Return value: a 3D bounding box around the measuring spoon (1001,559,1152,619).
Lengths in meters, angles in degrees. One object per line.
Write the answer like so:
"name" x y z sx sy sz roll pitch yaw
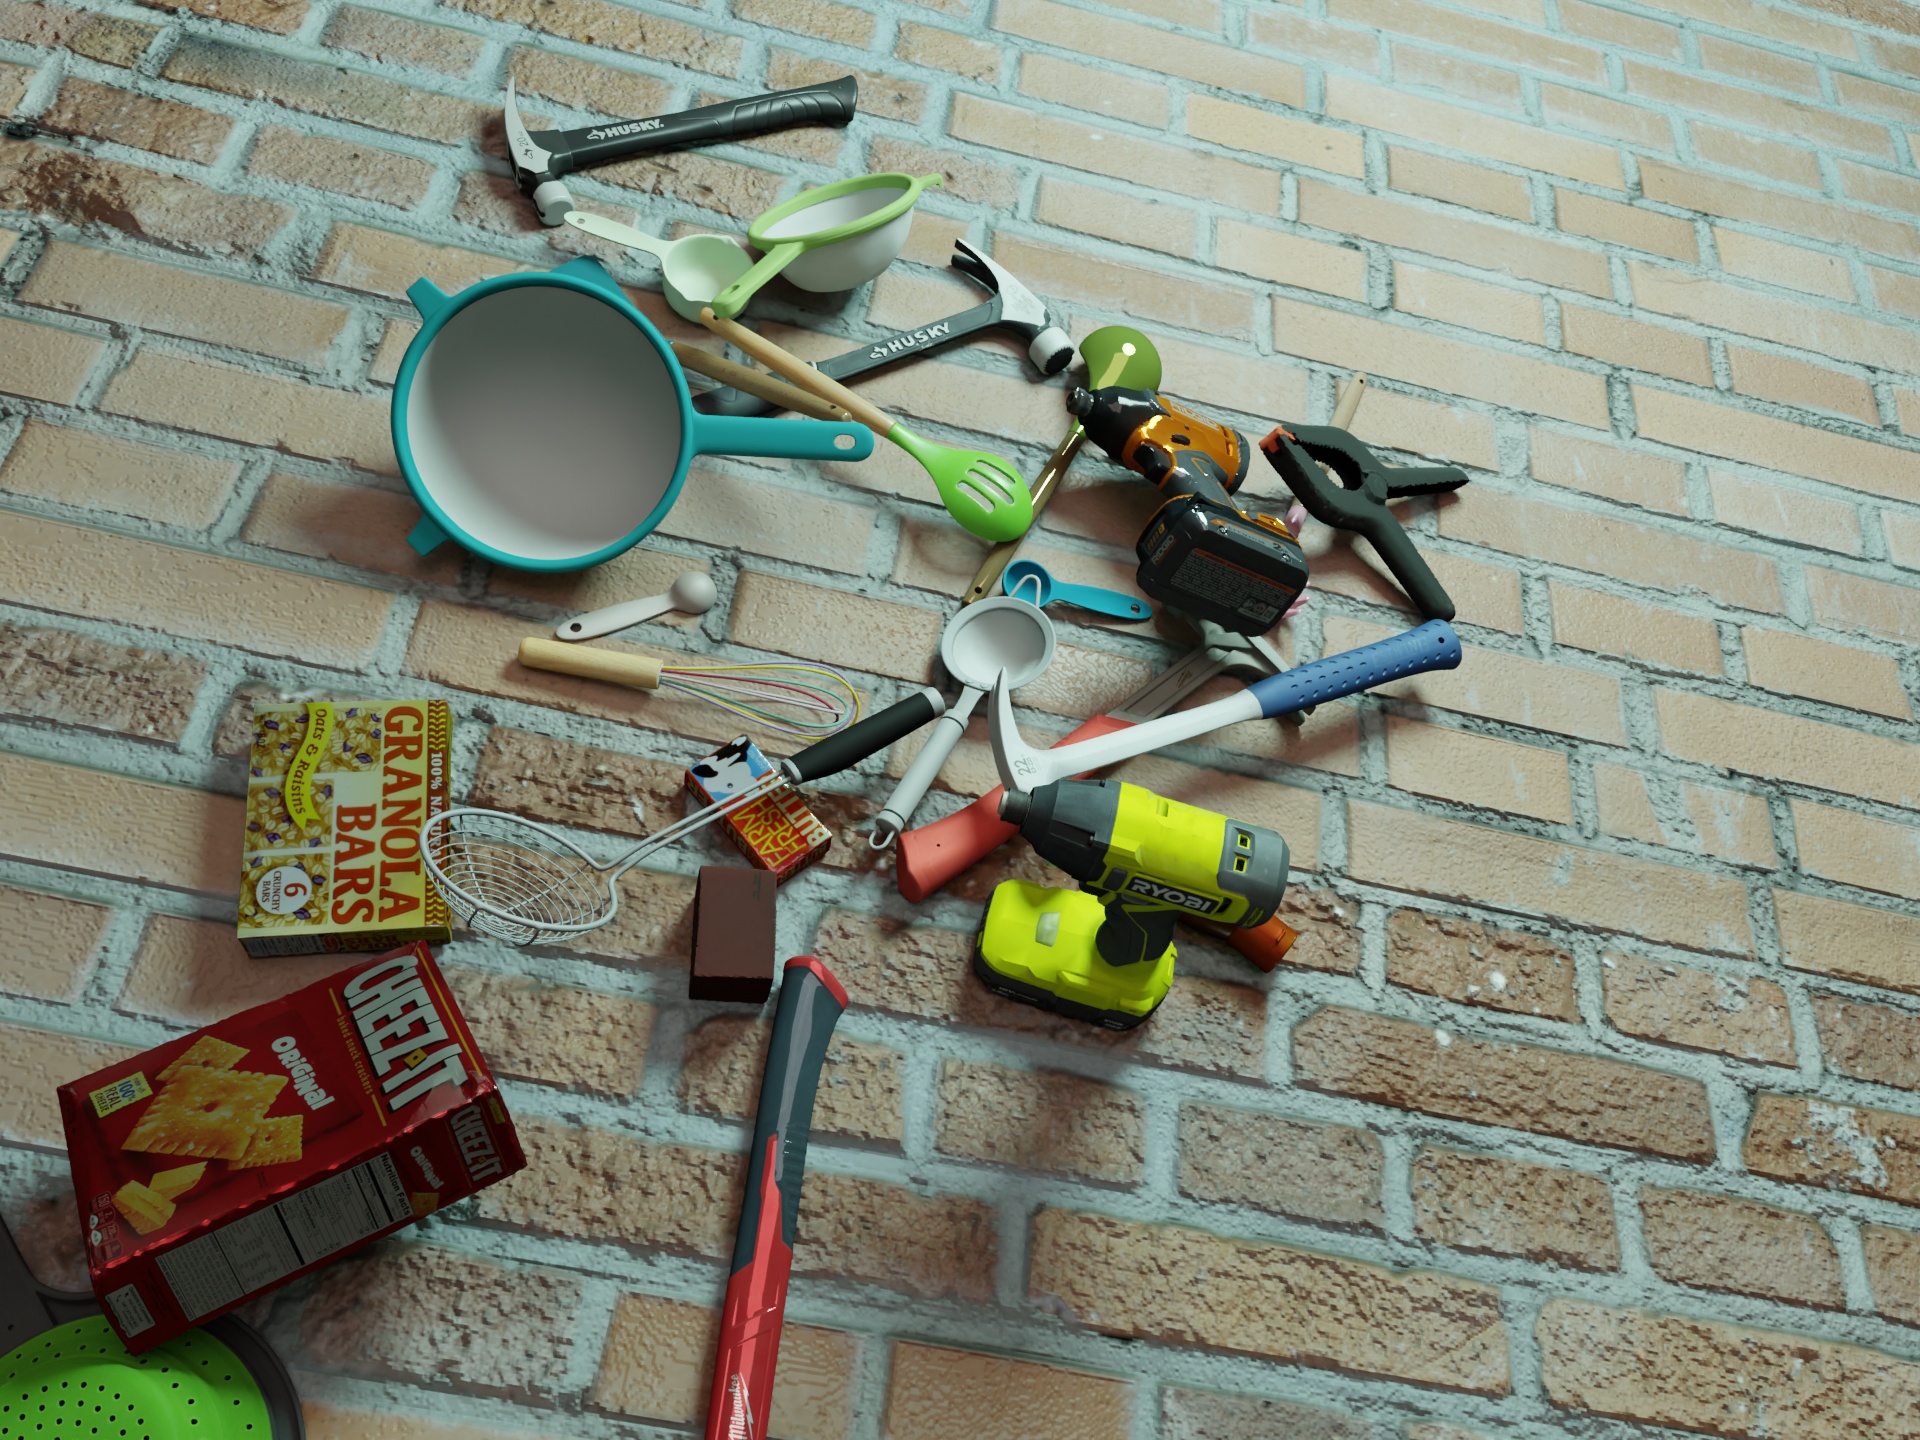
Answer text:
"measuring spoon" 0.090 -0.095 1.257 0.128 0.021 0.042 11 67 -17

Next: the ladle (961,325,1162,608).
"ladle" 0.078 -0.208 1.308 0.078 0.062 0.320 33 65 -3

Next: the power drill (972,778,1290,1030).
"power drill" 0.089 0.113 1.011 0.171 0.223 0.080 17 58 -3

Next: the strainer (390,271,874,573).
"strainer" -0.235 -0.214 1.173 0.340 0.095 0.211 2 99 -6

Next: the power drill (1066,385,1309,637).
"power drill" 0.167 -0.177 1.231 0.164 0.084 0.227 19 36 -25

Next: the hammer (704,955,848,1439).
"hammer" -0.134 0.323 0.949 0.143 0.038 0.387 9 59 -6

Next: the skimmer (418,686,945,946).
"skimmer" -0.167 0.040 1.043 0.363 0.090 0.127 -27 46 -22

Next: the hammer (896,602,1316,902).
"hammer" 0.100 0.029 1.172 0.359 0.036 0.149 -35 75 -27

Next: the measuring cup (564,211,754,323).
"measuring cup" -0.253 -0.381 1.328 0.167 0.038 0.083 21 58 2

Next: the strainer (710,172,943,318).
"strainer" -0.122 -0.371 1.306 0.151 0.069 0.256 4 40 30

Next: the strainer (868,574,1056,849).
"strainer" -0.002 -0.004 1.157 0.087 0.050 0.258 20 56 19

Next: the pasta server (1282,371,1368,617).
"pasta server" 0.300 -0.198 1.349 0.060 0.040 0.316 38 56 -12

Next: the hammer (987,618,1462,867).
"hammer" 0.205 -0.015 1.177 0.405 0.035 0.144 -16 66 -25

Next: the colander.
"colander" -0.496 0.327 0.829 0.204 0.094 0.397 -31 71 -26

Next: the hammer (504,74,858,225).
"hammer" -0.242 -0.535 1.419 0.334 0.035 0.146 -21 68 -23

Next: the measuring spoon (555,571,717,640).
"measuring spoon" -0.238 -0.084 1.170 0.124 0.018 0.034 -20 67 -22

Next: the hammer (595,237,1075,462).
"hammer" -0.108 -0.293 1.311 0.409 0.036 0.149 -25 68 -24

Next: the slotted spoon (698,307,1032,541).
"slotted spoon" -0.077 -0.241 1.255 0.314 0.031 0.070 33 66 6

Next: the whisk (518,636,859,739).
"whisk" -0.193 -0.025 1.136 0.245 0.047 0.051 10 48 -2

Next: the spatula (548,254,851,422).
"spatula" -0.211 -0.292 1.249 0.318 0.044 0.082 26 52 28
